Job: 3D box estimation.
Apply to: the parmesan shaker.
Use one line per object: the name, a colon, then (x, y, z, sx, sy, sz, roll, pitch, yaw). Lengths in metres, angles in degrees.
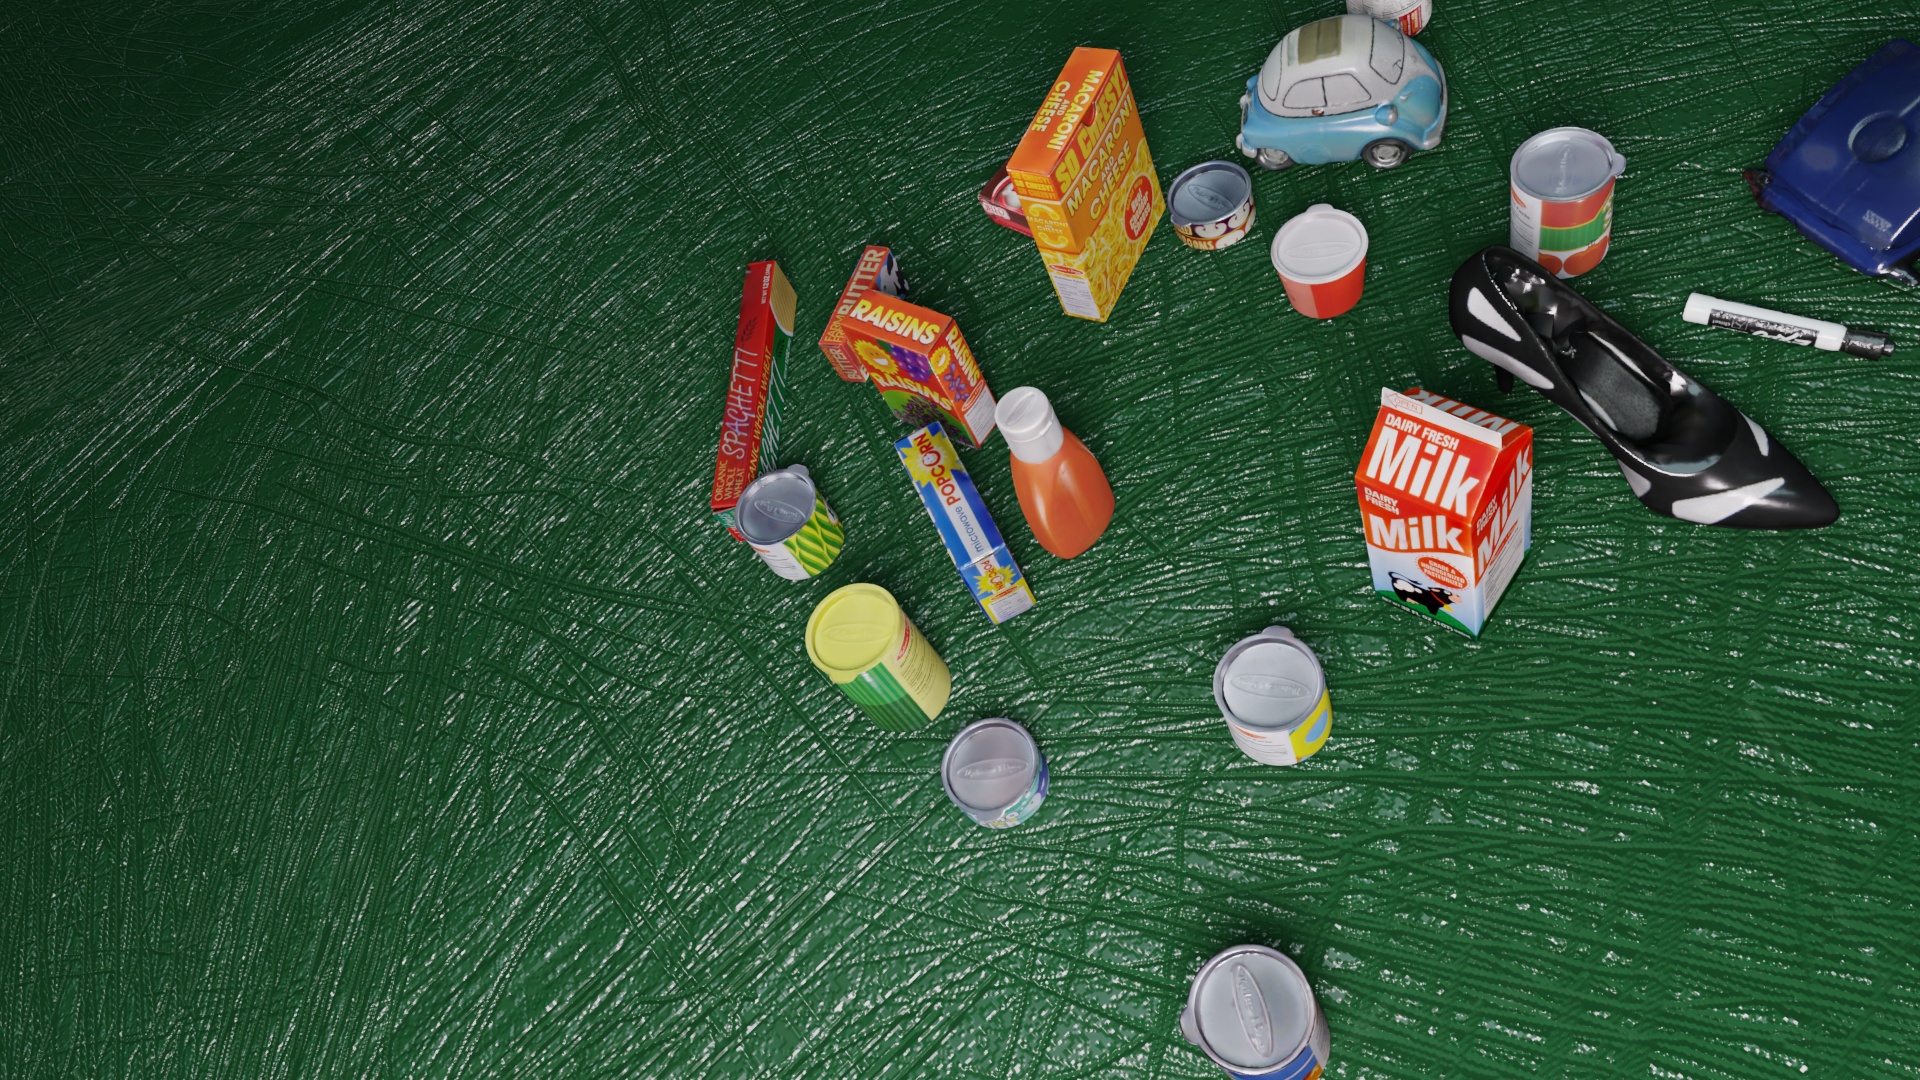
parmesan shaker: (-0.054, 0.084, 0.935, 0.071, 0.102, 0.071, -10, 58, 16)

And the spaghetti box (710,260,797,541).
spaghetti box: (-0.166, -0.118, 1.133, 0.028, 0.050, 0.251, -8, 58, 17)

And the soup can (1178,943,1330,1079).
soup can: (0.161, 0.263, 0.755, 0.071, 0.083, 0.071, -10, 57, 16)

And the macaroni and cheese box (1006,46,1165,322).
macaroni and cheese box: (0.100, -0.266, 1.052, 0.040, 0.166, 0.124, 17, 68, 28)

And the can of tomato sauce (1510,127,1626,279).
can of tomato sauce: (0.418, -0.232, 0.961, 0.071, 0.082, 0.071, -10, 57, 16)

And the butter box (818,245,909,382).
butter box: (-0.078, -0.186, 1.139, 0.024, 0.053, 0.104, 11, 65, 26)

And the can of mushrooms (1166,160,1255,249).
can of mushrooms: (0.196, -0.262, 1.094, 0.071, 0.033, 0.071, -10, 57, 15)

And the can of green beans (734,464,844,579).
can of green beans: (-0.128, -0.012, 1.049, 0.071, 0.057, 0.071, -10, 57, 15)

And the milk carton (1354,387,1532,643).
milk carton: (0.286, -0.023, 0.817, 0.072, 0.190, 0.073, 28, 73, 32)

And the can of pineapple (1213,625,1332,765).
can of pineapple: (0.195, 0.097, 0.860, 0.071, 0.057, 0.071, -10, 57, 15)

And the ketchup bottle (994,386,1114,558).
ketchup bottle: (0.063, -0.048, 0.943, 0.043, 0.148, 0.065, 31, 75, 33)

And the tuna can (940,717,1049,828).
tuna can: (0.023, 0.155, 0.906, 0.071, 0.032, 0.071, -10, 57, 15)

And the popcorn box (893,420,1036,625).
popcorn box: (0.004, -0.012, 0.983, 0.038, 0.085, 0.127, -29, 54, 2)

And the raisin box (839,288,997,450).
raisin box: (-0.028, -0.128, 1.042, 0.086, 0.123, 0.040, 25, 72, 31)

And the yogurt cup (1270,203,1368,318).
yogurt cup: (0.265, -0.200, 1.017, 0.072, 0.053, 0.073, -10, 57, 15)
